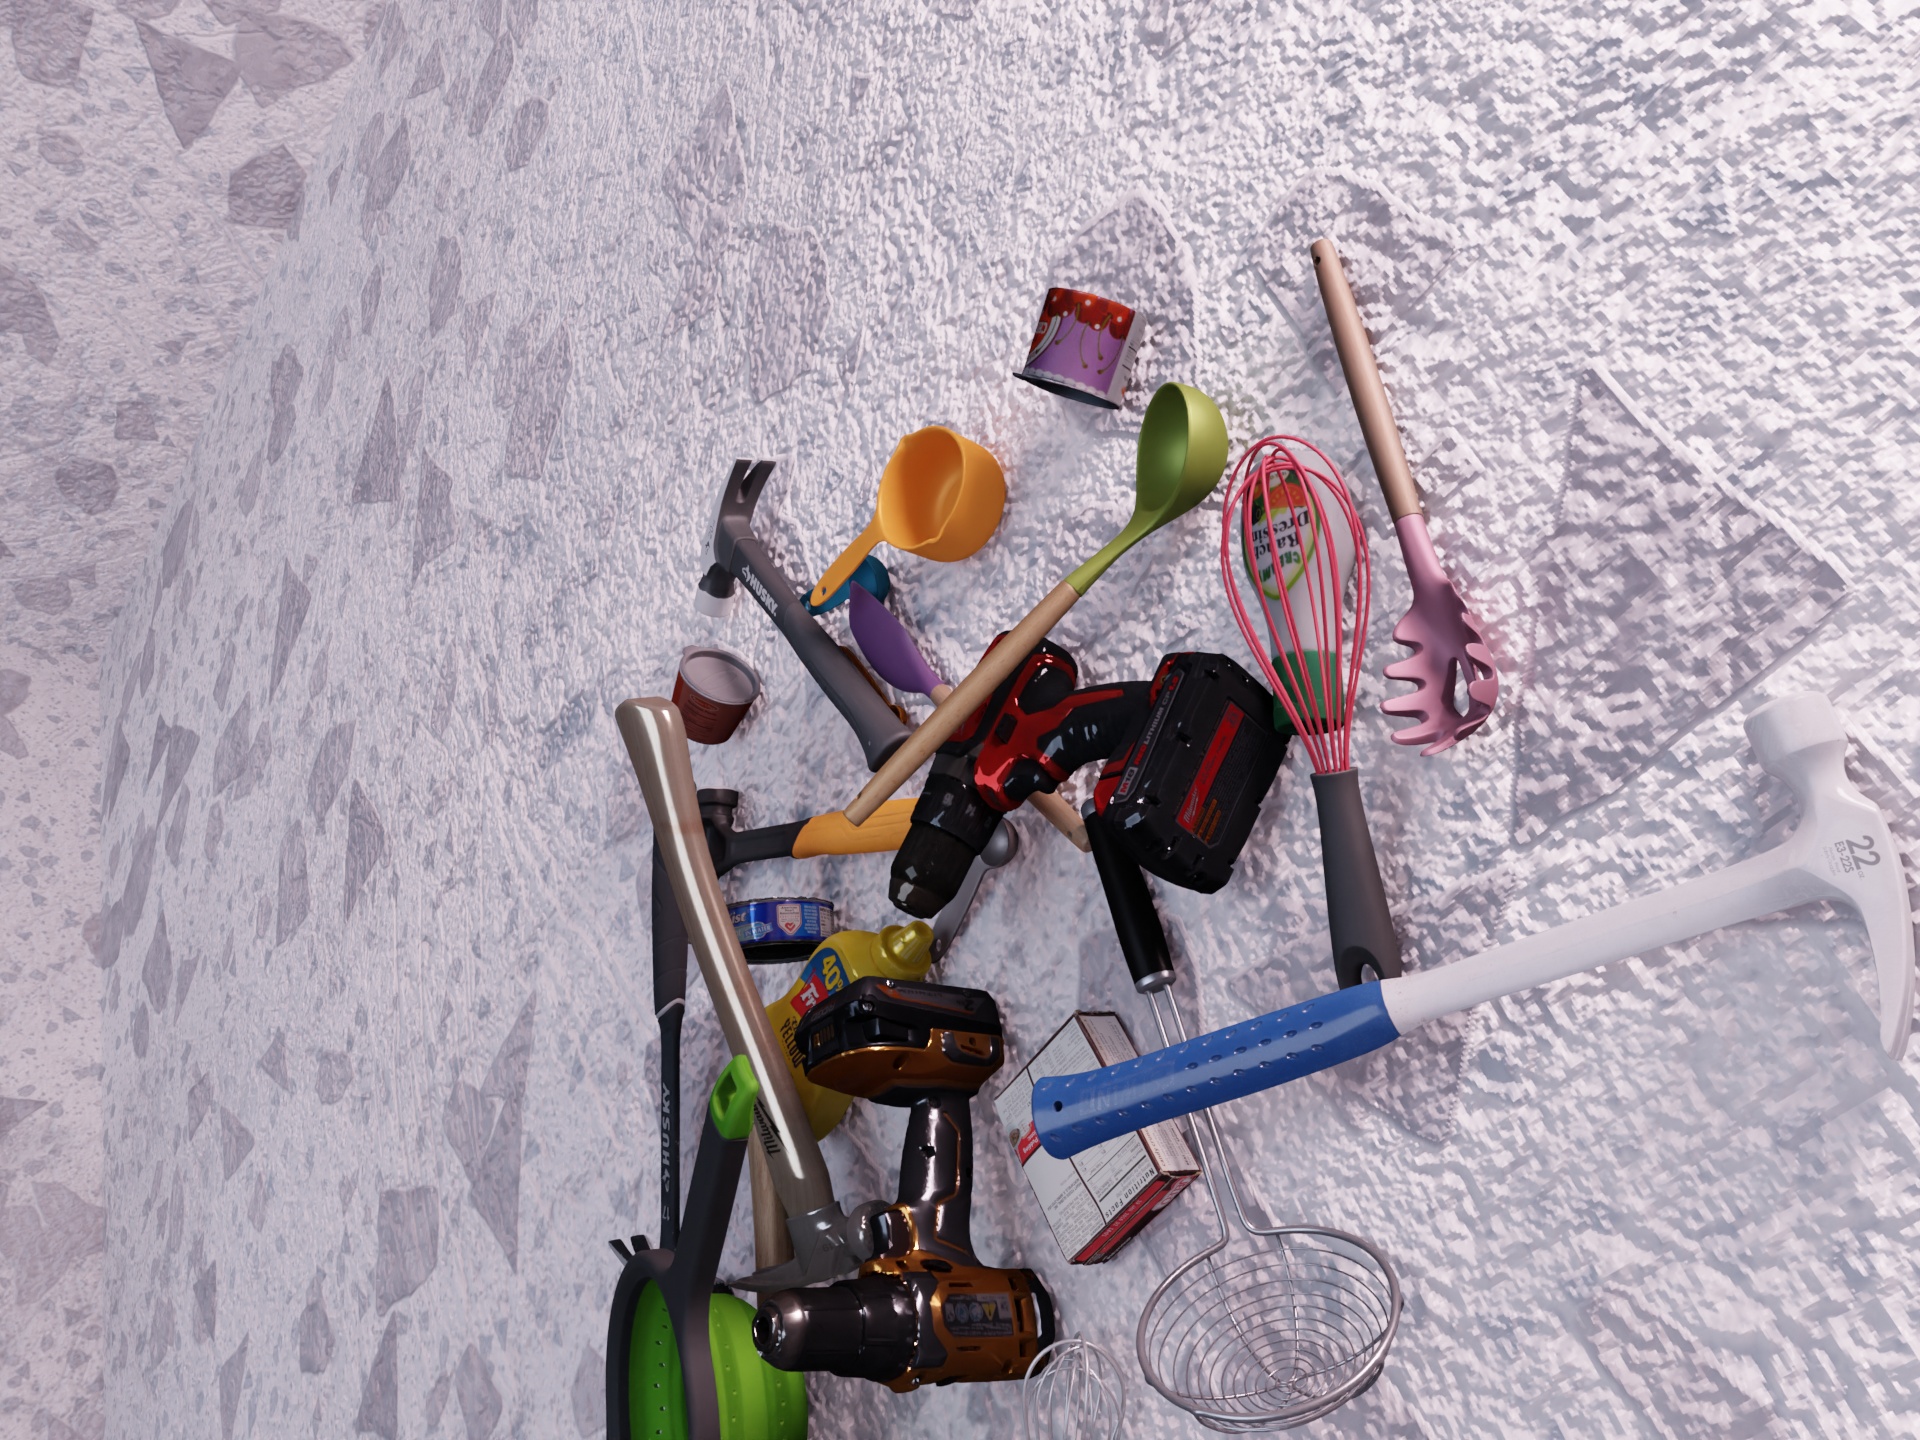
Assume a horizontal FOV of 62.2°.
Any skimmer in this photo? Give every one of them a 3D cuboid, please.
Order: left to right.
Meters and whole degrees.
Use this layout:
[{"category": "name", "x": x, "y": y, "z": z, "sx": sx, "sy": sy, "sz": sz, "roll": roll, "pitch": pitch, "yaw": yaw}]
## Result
[{"category": "skimmer", "x": 0.116, "y": 0.179, "z": 0.825, "sx": 0.127, "sy": 0.090, "sz": 0.364, "roll": -19, "pitch": 56, "yaw": 5}]

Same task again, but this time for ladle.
[{"category": "ladle", "x": 0.038, "y": -0.065, "z": 0.921, "sx": 0.320, "sy": 0.062, "sz": 0.078, "roll": -46, "pitch": 20, "yaw": -1}]

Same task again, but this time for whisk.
[{"category": "whisk", "x": 0.055, "y": 0.457, "z": 0.864, "sx": 0.059, "sy": 0.058, "sz": 0.246, "roll": 158, "pitch": 117, "yaw": -85}, {"category": "whisk", "x": 0.179, "y": 0.006, "z": 0.781, "sx": 0.073, "sy": 0.073, "sz": 0.296, "roll": -10, "pitch": 91, "yaw": 49}]

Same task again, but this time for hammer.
[{"category": "hammer", "x": -0.224, "y": 0.242, "z": 1.223, "sx": 0.149, "sy": 0.036, "sz": 0.409, "roll": -4, "pitch": 86, "yaw": 52}, {"category": "hammer", "x": -0.163, "y": 0.179, "z": 1.081, "sx": 0.146, "sy": 0.038, "sz": 0.411, "roll": -31, "pitch": 74, "yaw": 37}, {"category": "hammer", "x": -0.124, "y": 0.445, "z": 1.093, "sx": 0.130, "sy": 0.031, "sz": 0.332, "roll": -29, "pitch": 59, "yaw": 42}, {"category": "hammer", "x": -0.118, "y": -0.072, "z": 1.193, "sx": 0.335, "sy": 0.035, "sz": 0.146, "roll": 49, "pitch": 131, "yaw": 44}, {"category": "hammer", "x": -0.098, "y": 0.090, "z": 1.150, "sx": 0.337, "sy": 0.034, "sz": 0.127, "roll": -14, "pitch": 69, "yaw": 48}, {"category": "hammer", "x": 0.204, "y": 0.131, "z": 0.711, "sx": 0.405, "sy": 0.035, "sz": 0.144, "roll": -27, "pitch": 61, "yaw": 30}]

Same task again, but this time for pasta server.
[{"category": "pasta server", "x": 0.219, "y": -0.127, "z": 0.821, "sx": 0.060, "sy": 0.040, "sz": 0.316, "roll": -43, "pitch": 48, "yaw": 50}]

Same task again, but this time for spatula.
[{"category": "spatula", "x": -0.002, "y": -0.003, "z": 1.067, "sx": 0.316, "sy": 0.018, "sz": 0.059, "roll": 44, "pitch": 140, "yaw": 45}]

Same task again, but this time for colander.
[{"category": "colander", "x": -0.138, "y": 0.370, "z": 0.984, "sx": 0.205, "sy": 0.094, "sz": 0.397, "roll": 52, "pitch": 133, "yaw": 53}]

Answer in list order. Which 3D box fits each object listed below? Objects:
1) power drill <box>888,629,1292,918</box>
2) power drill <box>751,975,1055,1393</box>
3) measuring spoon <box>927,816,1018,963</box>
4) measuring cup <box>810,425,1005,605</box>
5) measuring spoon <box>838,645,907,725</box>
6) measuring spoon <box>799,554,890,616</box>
[{"category": "power drill", "x": 0.058, "y": 0.039, "z": 0.907, "sx": 0.227, "sy": 0.080, "sz": 0.188, "roll": 7, "pitch": 65, "yaw": 53}, {"category": "power drill", "x": -0.043, "y": 0.268, "z": 0.922, "sx": 0.084, "sy": 0.185, "sz": 0.226, "roll": -37, "pitch": 51, "yaw": 41}, {"category": "measuring spoon", "x": 0.008, "y": 0.112, "z": 1.036, "sx": 0.034, "sy": 0.018, "sz": 0.124, "roll": 55, "pitch": 129, "yaw": 40}, {"category": "measuring cup", "x": -0.037, "y": -0.129, "z": 1.112, "sx": 0.173, "sy": 0.052, "sz": 0.095, "roll": -42, "pitch": 51, "yaw": 33}, {"category": "measuring spoon", "x": -0.065, "y": -0.025, "z": 1.161, "sx": 0.117, "sy": 0.011, "sz": 0.021, "roll": 48, "pitch": 127, "yaw": 49}, {"category": "measuring spoon", "x": -0.087, "y": -0.098, "z": 1.203, "sx": 0.128, "sy": 0.021, "sz": 0.042, "roll": -13, "pitch": 92, "yaw": 57}]
